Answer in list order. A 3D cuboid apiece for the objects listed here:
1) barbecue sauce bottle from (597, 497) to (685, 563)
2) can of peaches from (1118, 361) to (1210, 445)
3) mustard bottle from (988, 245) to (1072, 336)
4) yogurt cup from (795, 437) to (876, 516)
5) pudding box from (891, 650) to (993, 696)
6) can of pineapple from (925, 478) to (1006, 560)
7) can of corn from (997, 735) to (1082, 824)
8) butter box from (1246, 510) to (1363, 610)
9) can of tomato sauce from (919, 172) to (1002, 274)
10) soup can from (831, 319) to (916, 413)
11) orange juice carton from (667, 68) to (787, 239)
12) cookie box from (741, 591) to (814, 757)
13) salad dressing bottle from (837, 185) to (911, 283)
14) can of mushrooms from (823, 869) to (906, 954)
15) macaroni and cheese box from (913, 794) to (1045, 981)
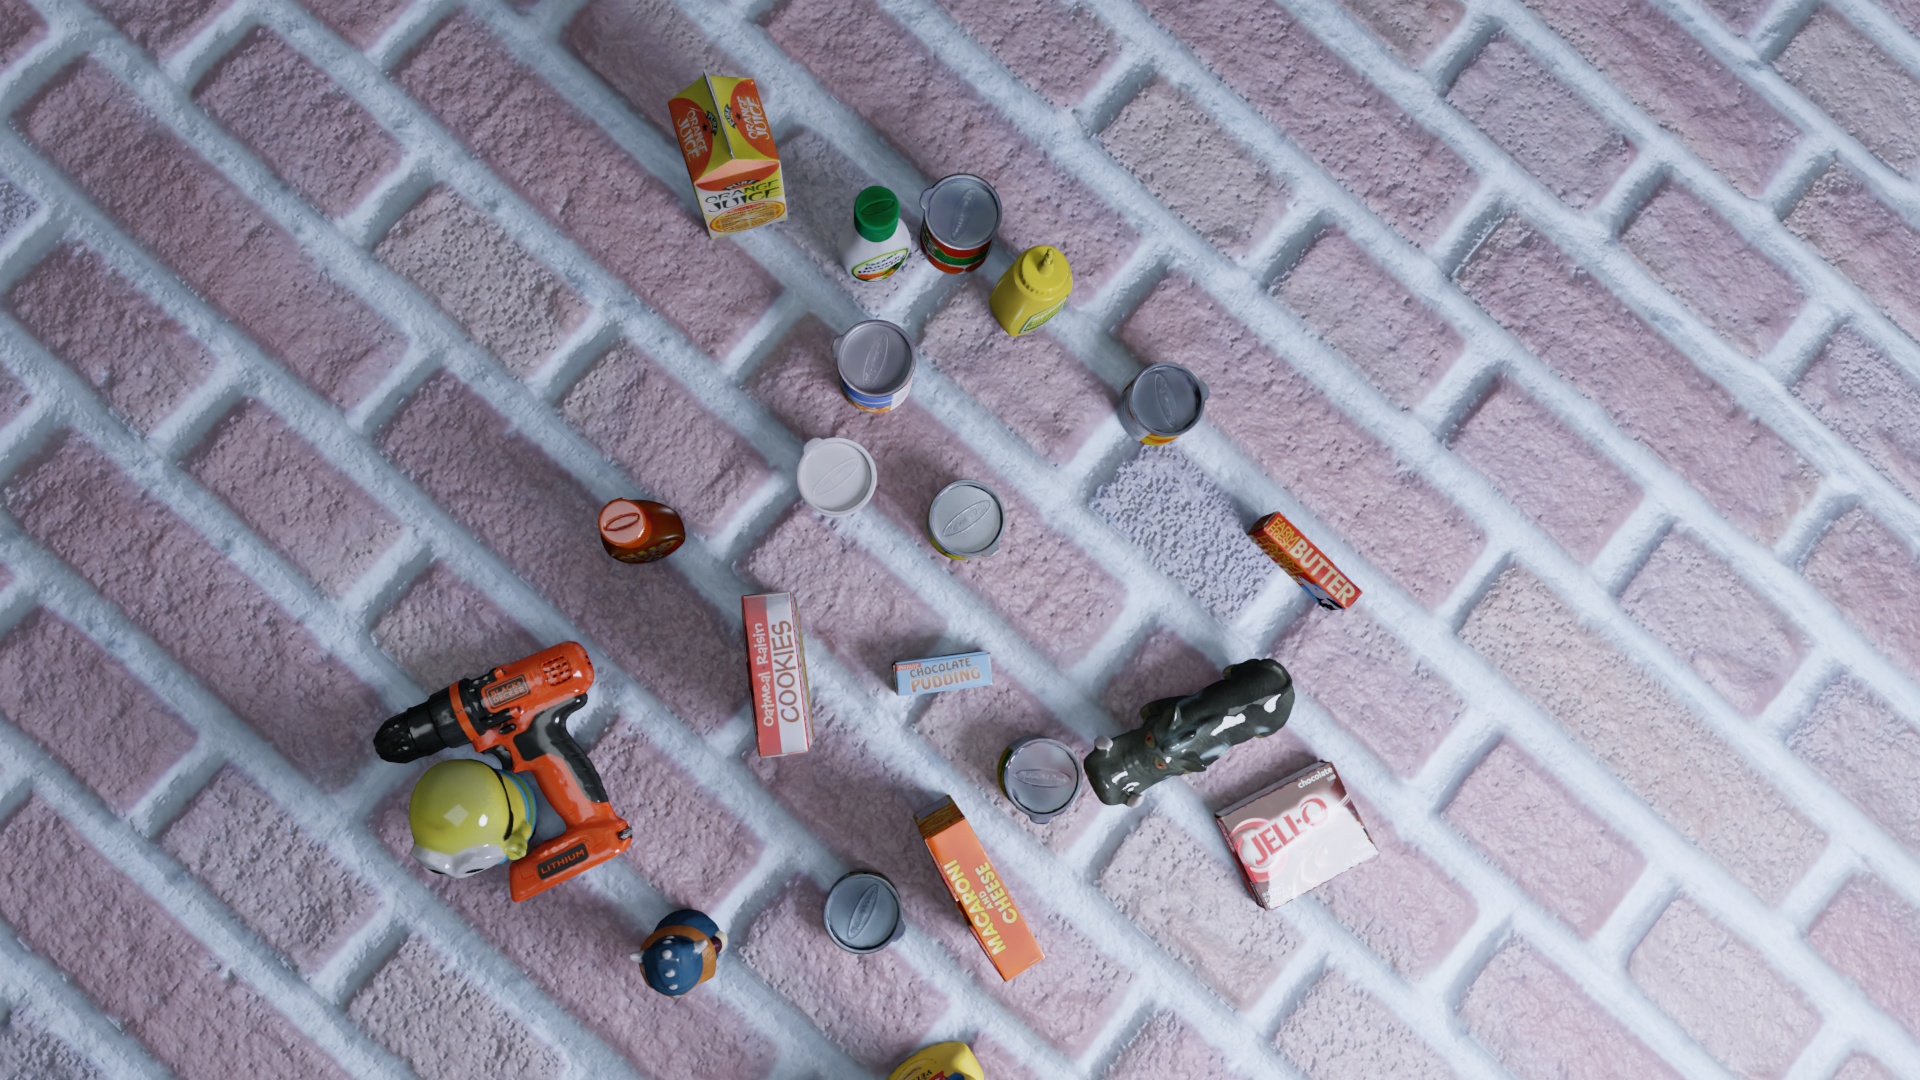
[{"bbox_3d":[-0.263,-0.009,1.128,0.065,0.148,0.043,-19,87,-6],"label":"barbecue sauce bottle"},{"bbox_3d":[0.178,-0.120,1.220,0.071,0.058,0.071,0,85,-4],"label":"can of peaches"},{"bbox_3d":[0.063,-0.215,1.168,0.065,0.160,0.049,-32,88,-6],"label":"mustard bottle"},{"bbox_3d":[-0.106,-0.052,1.193,0.072,0.054,0.072,0,85,-4],"label":"yogurt cup"},{"bbox_3d":[-0.016,0.113,1.187,0.084,0.049,0.030,-7,86,-5],"label":"pudding box"},{"bbox_3d":[0.004,-0.015,1.196,0.071,0.058,0.071,0,85,-4],"label":"can of pineapple"},{"bbox_3d":[0.066,0.202,1.180,0.071,0.058,0.071,0,85,-4],"label":"can of corn"},{"bbox_3d":[0.301,0.019,1.219,0.103,0.053,0.024,44,83,0],"label":"butter box"},{"bbox_3d":[-0.003,-0.273,1.207,0.071,0.083,0.071,0,85,-4],"label":"can of tomato sauce"},{"bbox_3d":[-0.075,-0.149,1.189,0.071,0.083,0.071,0,85,-4],"label":"soup can"},{"bbox_3d":[-0.190,-0.316,1.141,0.073,0.192,0.072,-17,87,-6],"label":"orange juice carton"},{"bbox_3d":[-0.146,0.106,1.117,0.040,0.167,0.123,-7,86,-5],"label":"cookie box"},{"bbox_3d":[-0.072,-0.257,1.168,0.064,0.147,0.044,-20,87,-6],"label":"salad dressing bottle"},{"bbox_3d":[-0.080,0.313,1.171,0.071,0.033,0.071,0,85,-5],"label":"can of mushrooms"},{"bbox_3d":[0.011,0.275,1.115,0.040,0.166,0.123,-30,88,-6],"label":"macaroni and cheese box"}]
